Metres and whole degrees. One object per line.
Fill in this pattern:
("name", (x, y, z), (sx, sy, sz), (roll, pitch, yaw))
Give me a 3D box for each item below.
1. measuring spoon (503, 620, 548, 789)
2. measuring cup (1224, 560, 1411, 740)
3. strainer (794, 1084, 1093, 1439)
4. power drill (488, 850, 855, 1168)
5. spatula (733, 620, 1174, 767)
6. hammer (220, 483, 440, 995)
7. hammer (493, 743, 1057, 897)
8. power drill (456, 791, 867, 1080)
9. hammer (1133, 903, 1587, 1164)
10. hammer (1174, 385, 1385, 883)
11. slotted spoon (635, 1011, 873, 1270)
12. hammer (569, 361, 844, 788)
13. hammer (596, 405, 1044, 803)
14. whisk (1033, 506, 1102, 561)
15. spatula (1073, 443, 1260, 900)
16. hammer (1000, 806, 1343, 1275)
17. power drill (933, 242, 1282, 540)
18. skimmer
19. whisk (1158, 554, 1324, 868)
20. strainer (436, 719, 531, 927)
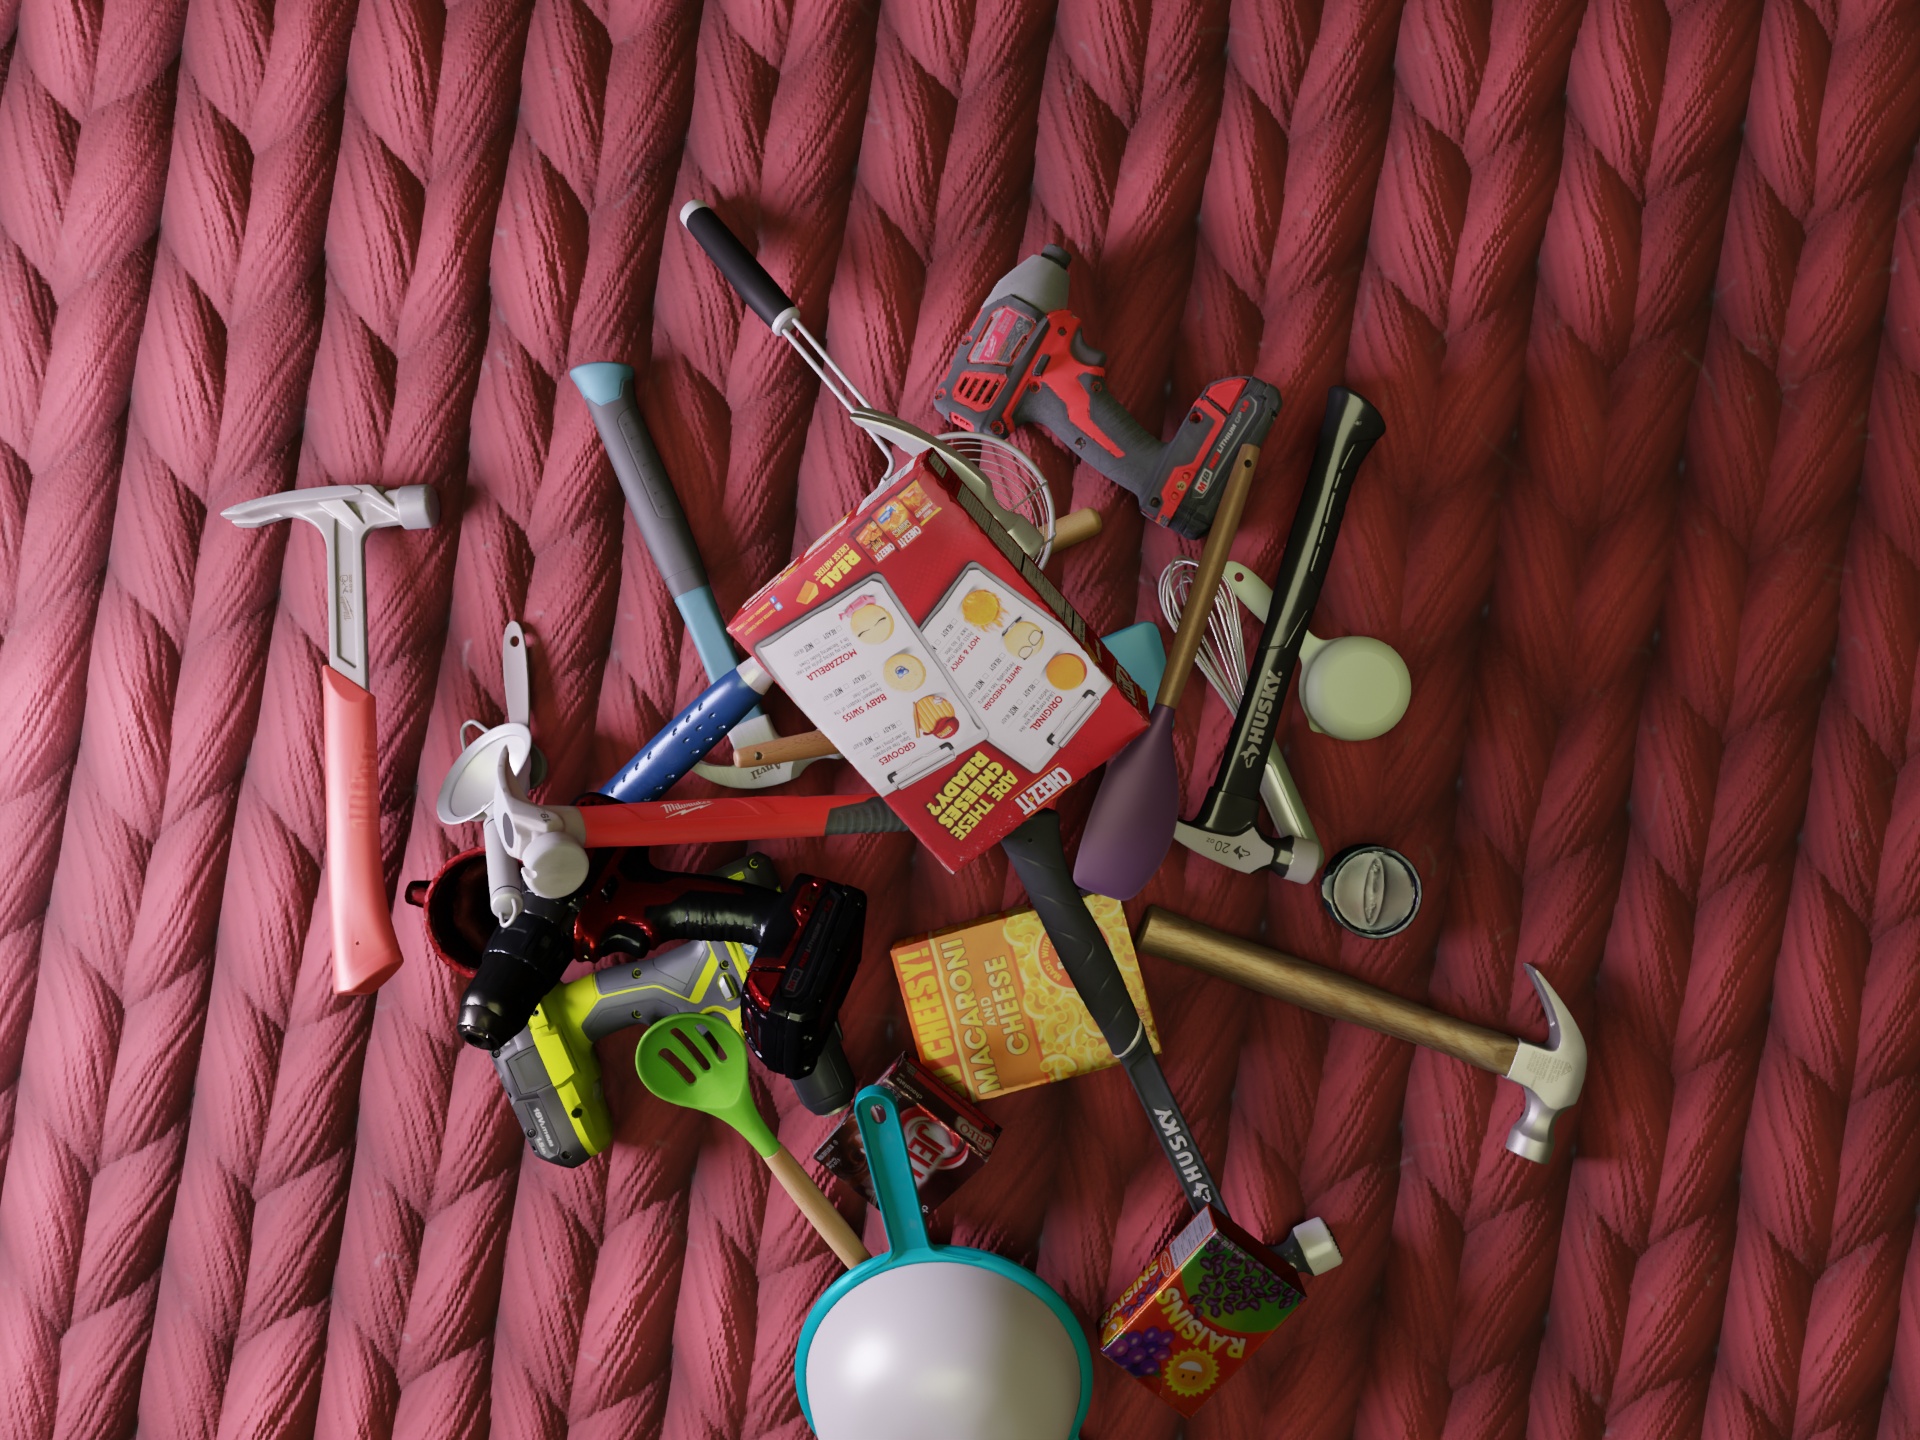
("measuring spoon", (-0.315, -0.011, 1.153), (0.034, 0.018, 0.124), (-9, 84, 21))
("measuring cup", (0.250, -0.054, 1.131), (0.167, 0.038, 0.083), (44, 91, -2))
("strainer", (-0.026, 0.414, 1.068), (0.211, 0.095, 0.340), (-10, 107, 5))
("power drill", (-0.199, 0.221, 1.121), (0.228, 0.080, 0.190), (-24, 89, -2))
("spatula", (-0.002, -0.004, 1.103), (0.317, 0.044, 0.082), (-11, 94, -22))
("hammer", (-0.433, 0.010, 1.105), (0.149, 0.036, 0.359), (-6, 77, 0))
("hammer", (-0.110, 0.057, 1.063), (0.386, 0.143, 0.038), (-1, 115, -28))
("power drill", (-0.190, 0.153, 1.016), (0.227, 0.080, 0.188), (17, 50, 8))
("hammer", (0.286, 0.200, 1.137), (0.331, 0.031, 0.130), (20, 91, 1))
("hammer", (0.217, -0.064, 1.088), (0.146, 0.035, 0.335), (16, 93, -9))
("slotted spoon", (-0.118, 0.315, 1.099), (0.070, 0.031, 0.313), (-34, 110, 0))
("hammer", (-0.196, -0.105, 1.140), (0.128, 0.033, 0.331), (-23, 90, 0))
("hammer", (-0.138, -0.038, 1.067), (0.405, 0.035, 0.144), (-41, 101, 20))
("whisk", (-0.010, -0.093, 1.126), (0.245, 0.047, 0.051), (-24, 104, -7))
("spatula", (0.147, -0.033, 1.058), (0.059, 0.018, 0.316), (18, 88, -9))
("hammer", (0.119, 0.238, 1.099), (0.149, 0.036, 0.408), (-26, 102, 3))
("power drill", (0.106, -0.231, 1.116), (0.219, 0.078, 0.143), (29, 91, 3))
("skimmer", (-0.076, -0.228, 1.114), (0.127, 0.090, 0.363), (-42, 71, 9))
("whisk", (0.202, -0.004, 1.130), (0.058, 0.059, 0.246), (-21, 95, 39))
("strainer", (-0.307, 0.070, 1.058), (0.087, 0.259, 0.050), (-41, 120, 2))
